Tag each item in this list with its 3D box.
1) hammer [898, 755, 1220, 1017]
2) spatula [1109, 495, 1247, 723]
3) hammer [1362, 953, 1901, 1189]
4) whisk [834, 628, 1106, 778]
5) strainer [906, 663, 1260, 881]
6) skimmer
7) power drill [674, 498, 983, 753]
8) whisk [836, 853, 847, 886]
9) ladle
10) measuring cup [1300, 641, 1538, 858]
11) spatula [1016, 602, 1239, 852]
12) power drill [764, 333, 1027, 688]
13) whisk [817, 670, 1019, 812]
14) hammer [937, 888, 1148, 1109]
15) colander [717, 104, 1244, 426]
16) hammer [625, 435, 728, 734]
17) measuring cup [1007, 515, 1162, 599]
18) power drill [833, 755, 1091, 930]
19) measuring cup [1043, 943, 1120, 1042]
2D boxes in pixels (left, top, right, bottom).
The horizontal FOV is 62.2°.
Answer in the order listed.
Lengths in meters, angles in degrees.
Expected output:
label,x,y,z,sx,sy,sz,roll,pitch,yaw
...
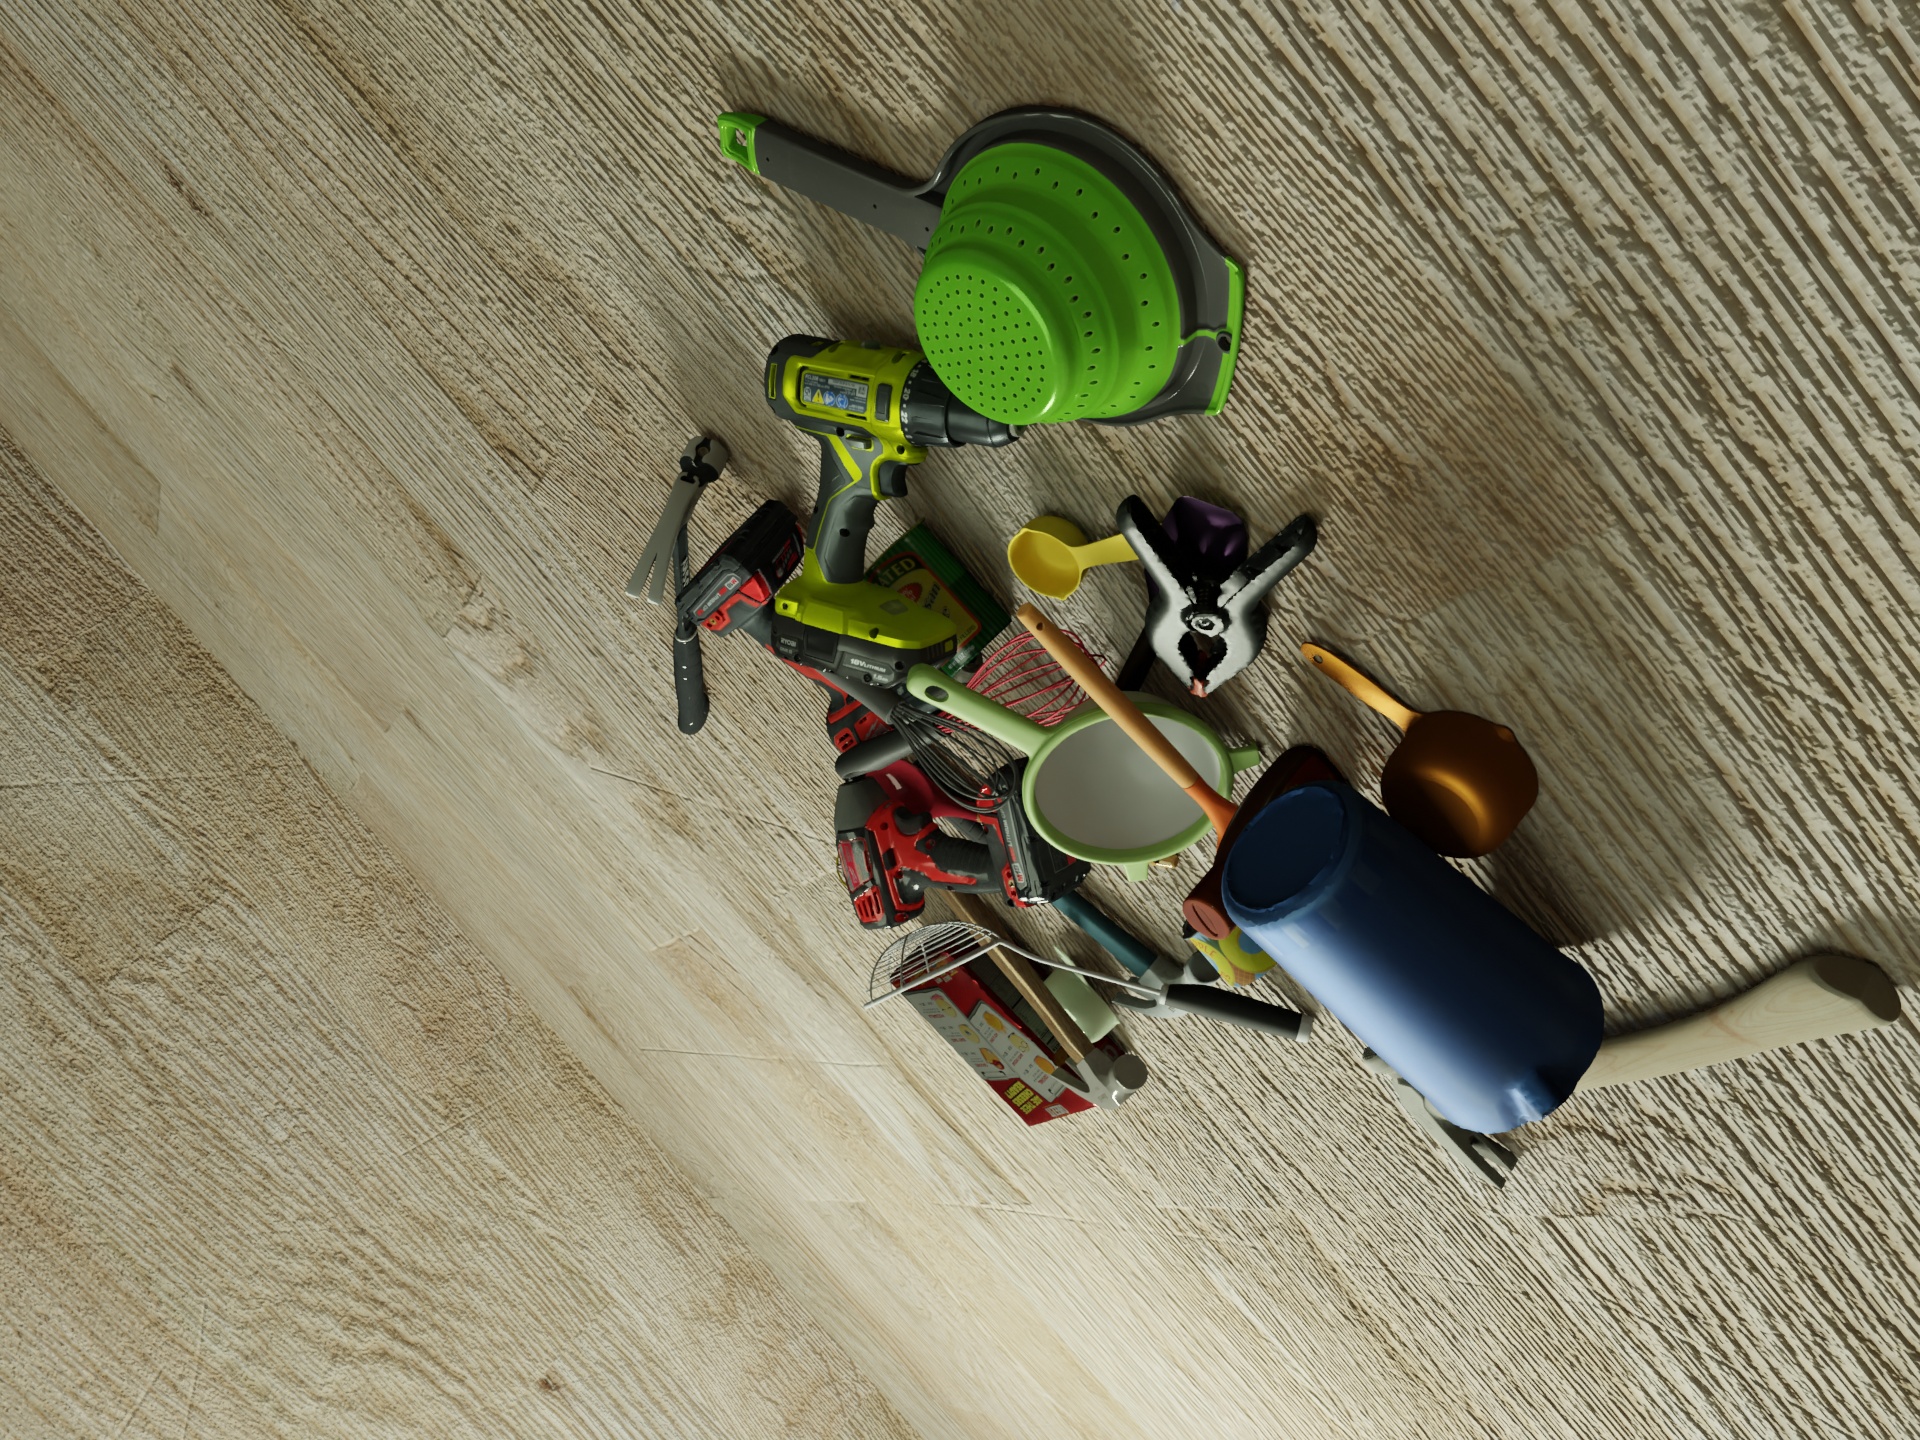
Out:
label,x,y,z,sx,sy,sz,roll,pitch,yaw
hammer,0.076,0.142,1.399,0.331,0.033,0.128,39,148,12
spatula,0.133,-0.051,1.114,0.060,0.018,0.315,21,148,1
hammer,0.441,0.232,1.058,0.146,0.038,0.410,45,149,-1
whisk,-0.002,-0.004,1.239,0.296,0.073,0.073,-24,108,42
strainer,0.074,0.008,1.134,0.256,0.069,0.151,26,124,-19
skimmer,0.102,0.239,1.316,0.363,0.090,0.127,13,177,10
power drill,-0.102,-0.072,1.303,0.226,0.080,0.188,43,142,-13
whisk,-0.038,0.147,1.536,0.245,0.047,0.051,1,143,45
ladle,0.039,0.084,1.347,0.315,0.031,0.069,12,112,30
measuring cup,0.272,0.018,0.991,0.174,0.052,0.095,38,149,9
spatula,0.146,0.030,1.082,0.322,0.081,0.041,43,-173,-28
power drill,-0.050,-0.145,1.108,0.191,0.080,0.228,17,113,26
whisk,-0.048,-0.010,1.202,0.239,0.055,0.055,37,149,24
hammer,0.041,0.211,1.434,0.331,0.031,0.130,51,156,14
colander,-0.024,-0.279,0.961,0.397,0.094,0.204,31,146,24
hammer,-0.254,-0.086,1.463,0.036,0.149,0.408,19,153,2
measuring cup,0.101,-0.121,1.075,0.156,0.029,0.062,-8,124,40
power drill,-0.012,0.094,1.324,0.220,0.078,0.143,-11,96,36
measuring cup,0.096,0.245,1.440,0.083,0.038,0.167,42,170,31
